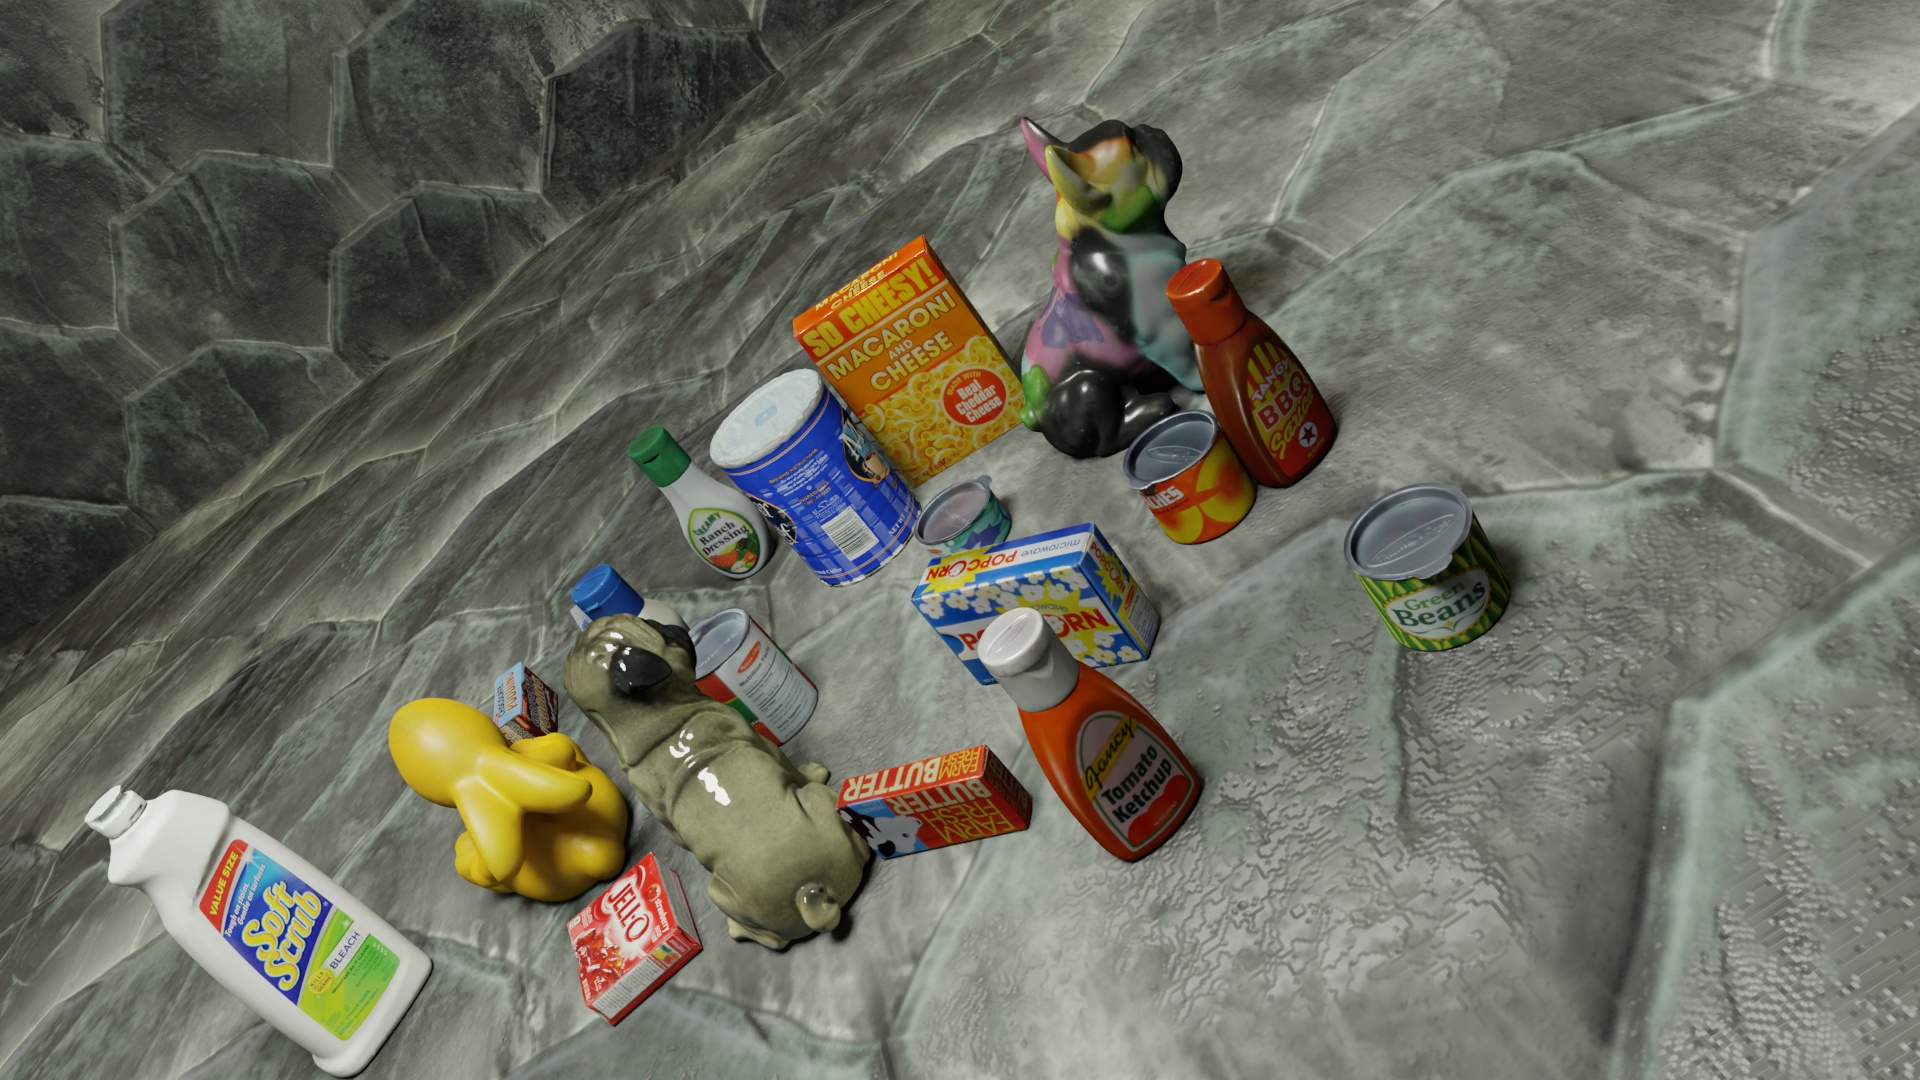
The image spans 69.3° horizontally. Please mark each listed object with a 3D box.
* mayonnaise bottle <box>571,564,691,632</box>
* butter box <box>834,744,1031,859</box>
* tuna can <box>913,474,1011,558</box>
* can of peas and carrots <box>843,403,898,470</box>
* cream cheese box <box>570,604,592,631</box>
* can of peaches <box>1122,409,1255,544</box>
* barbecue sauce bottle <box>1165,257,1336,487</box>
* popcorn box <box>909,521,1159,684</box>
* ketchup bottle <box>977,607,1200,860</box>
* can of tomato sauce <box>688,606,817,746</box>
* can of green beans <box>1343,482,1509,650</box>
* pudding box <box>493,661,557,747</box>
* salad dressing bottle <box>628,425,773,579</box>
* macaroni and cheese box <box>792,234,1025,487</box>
[{"bbox_3d":[-0.221,0.079,1.016,0.064,0.147,0.041,-26,32,21],"label":"mayonnaise bottle"},{"bbox_3d":[-0.015,0.151,0.795,0.103,0.053,0.024,-19,35,29],"label":"butter box"},{"bbox_3d":[0.004,-0.013,1.016,0.071,0.032,0.071,-27,32,19],"label":"tuna can"},{"bbox_3d":[-0.056,-0.103,1.175,0.071,0.058,0.071,-27,32,19],"label":"can of peas and carrots"},{"bbox_3d":[-0.295,0.085,1.179,0.024,0.053,0.104,-44,31,-9],"label":"cream cheese box"},{"bbox_3d":[0.144,-0.038,0.878,0.071,0.058,0.071,-27,32,19],"label":"can of peaches"},{"bbox_3d":[0.174,-0.103,0.845,0.065,0.148,0.044,-48,31,-16],"label":"barbecue sauce bottle"},{"bbox_3d":[0.046,0.041,0.848,0.126,0.085,0.038,-13,38,36],"label":"popcorn box"},{"bbox_3d":[0.062,0.094,0.695,0.065,0.148,0.043,-45,31,-12],"label":"ketchup bottle"},{"bbox_3d":[-0.152,0.098,0.980,0.071,0.083,0.071,-27,32,19],"label":"can of tomato sauce"},{"bbox_3d":[0.238,0.014,0.708,0.071,0.057,0.071,-27,32,19],"label":"can of green beans"},{"bbox_3d":[-0.369,0.146,1.177,0.030,0.049,0.084,-36,30,4],"label":"pudding box"},{"bbox_3d":[-0.217,-0.032,1.161,0.064,0.147,0.044,-30,31,14],"label":"salad dressing bottle"},{"bbox_3d":[-0.034,-0.138,1.093,0.123,0.166,0.040,-32,31,11],"label":"macaroni and cheese box"}]
